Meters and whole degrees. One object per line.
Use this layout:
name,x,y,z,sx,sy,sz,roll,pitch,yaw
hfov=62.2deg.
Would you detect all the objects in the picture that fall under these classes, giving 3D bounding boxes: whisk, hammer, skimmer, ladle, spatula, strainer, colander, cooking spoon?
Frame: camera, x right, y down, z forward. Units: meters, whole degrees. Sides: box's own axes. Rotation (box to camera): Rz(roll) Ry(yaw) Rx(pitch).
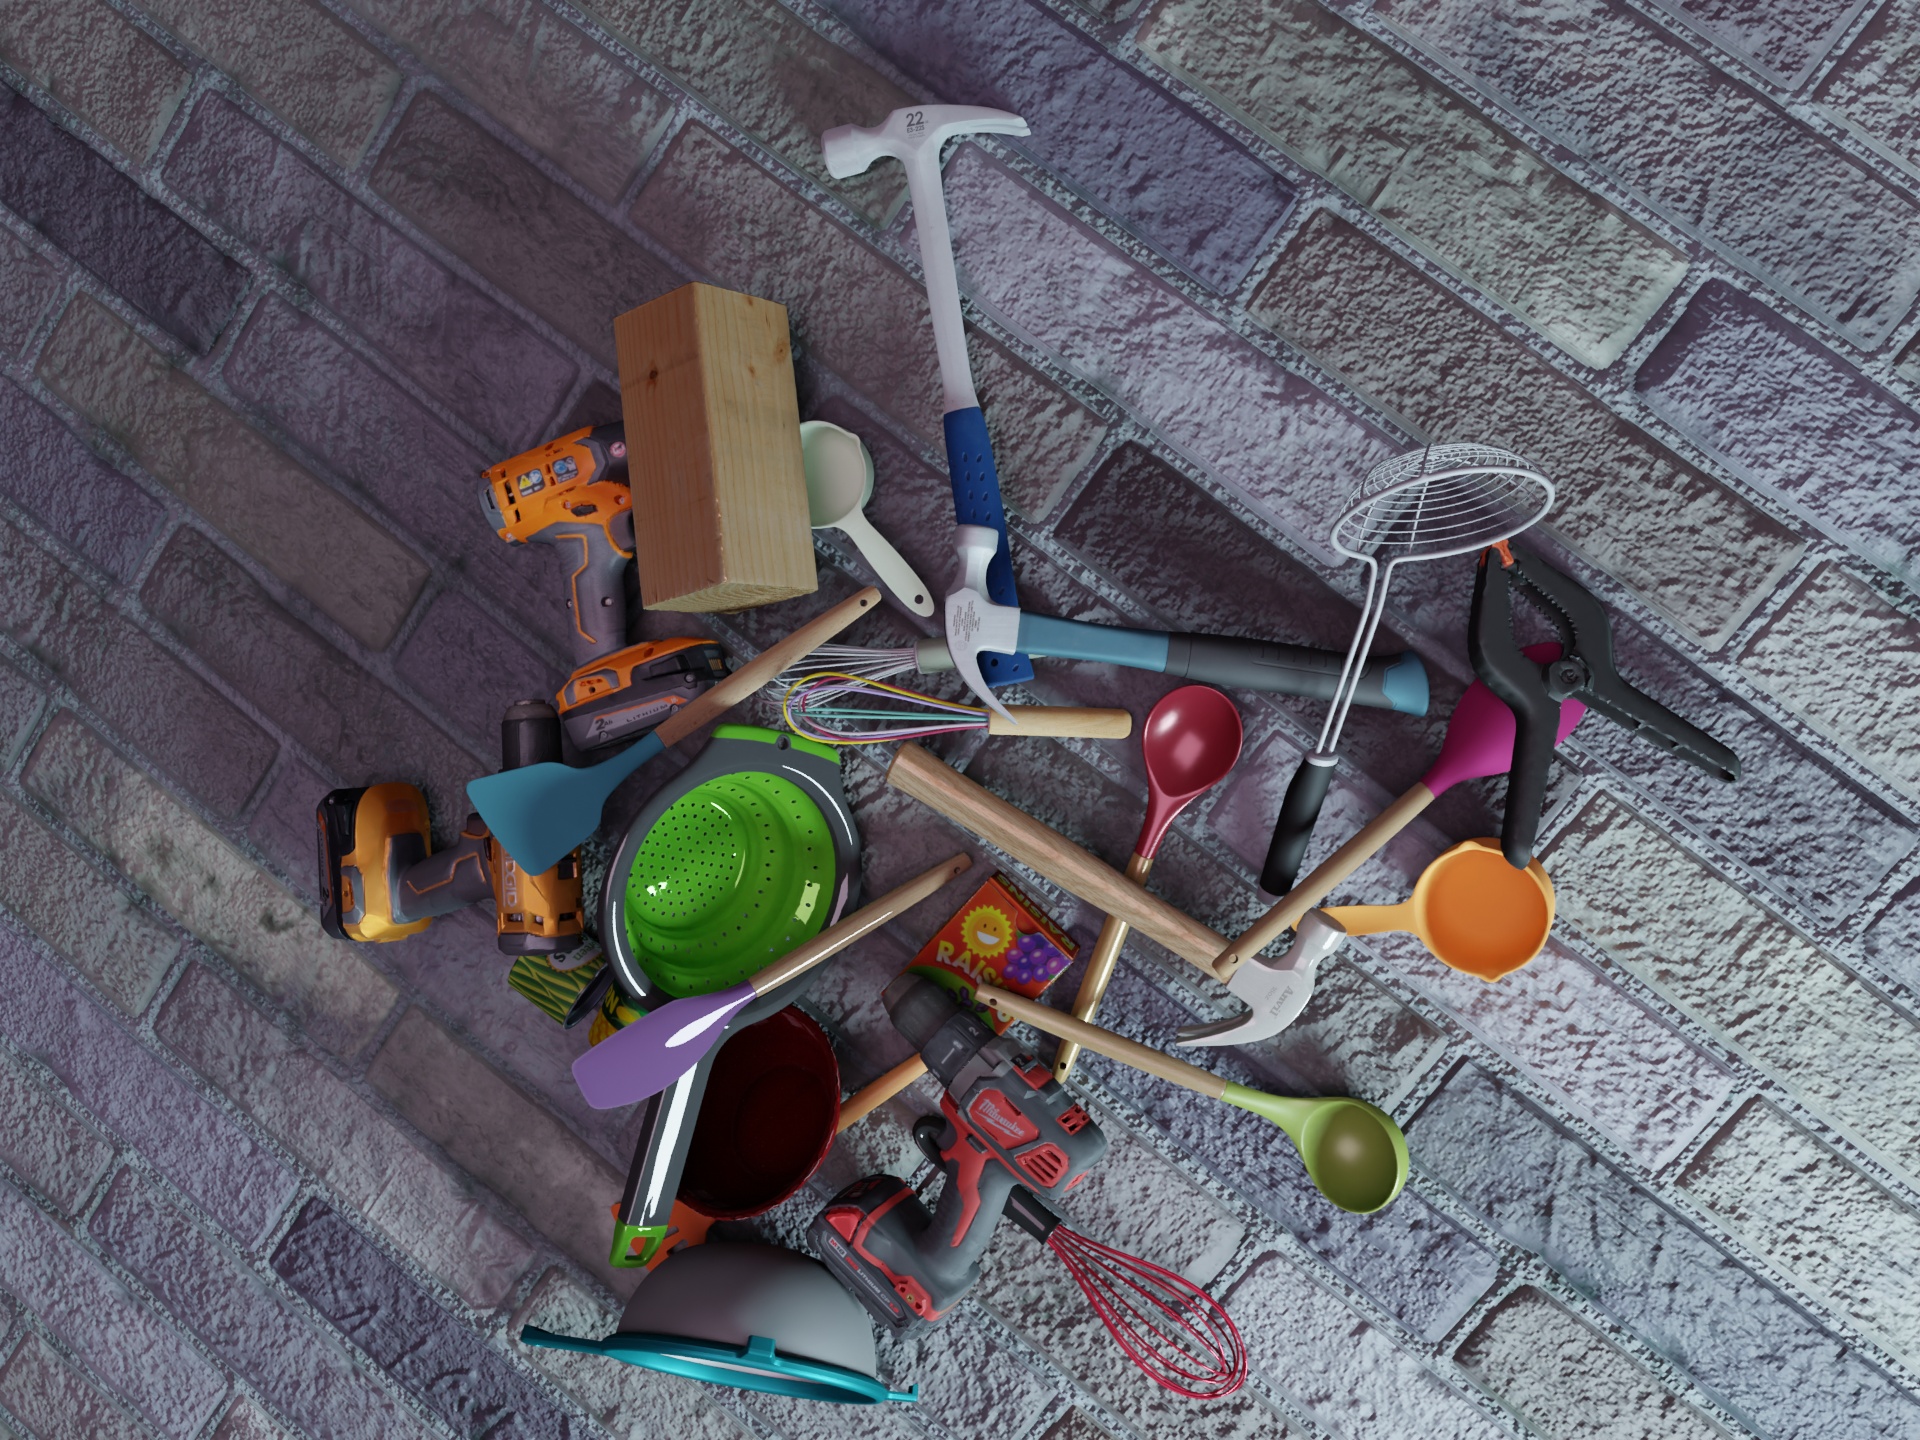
whisk,-0.002,-0.005,1.114,0.245,0.051,0.047,2,83,-4
hammer,0.005,-0.226,1.101,0.144,0.035,0.405,-9,89,14
hammer,0.092,0.114,1.114,0.331,0.031,0.130,31,106,9
skimmer,0.257,-0.012,1.000,0.127,0.090,0.363,0,123,-19
ladle,0.123,0.120,1.135,0.069,0.031,0.315,22,103,10
hammer,0.151,-0.046,1.066,0.331,0.033,0.128,8,91,-2
spatula,-0.124,0.177,1.118,0.316,0.018,0.059,-30,119,-19
whisk,0.083,0.386,1.162,0.296,0.073,0.073,36,103,14
strainer,-0.204,0.446,1.211,0.340,0.210,0.095,-8,57,34
spatula,-0.191,-0.005,1.115,0.317,0.044,0.082,-34,106,-9
colander,-0.202,0.191,1.150,0.095,0.204,0.397,17,92,52
spatula,-0.136,0.333,1.224,0.322,0.041,0.081,-36,88,10
ladle,0.158,0.254,1.108,0.320,0.062,0.078,22,111,3
whisk,-0.037,-0.045,1.147,0.246,0.059,0.057,-8,131,10
cooking spoon,0.291,0.063,1.056,0.319,0.017,0.069,-41,85,-1

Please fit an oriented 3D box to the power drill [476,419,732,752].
power drill,-0.246,-0.107,1.170,0.164,0.084,0.226,-20,88,13

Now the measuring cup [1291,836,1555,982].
measuring cup,0.315,0.127,1.083,0.173,0.052,0.095,-9,94,30

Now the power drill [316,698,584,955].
power drill,-0.379,0.082,1.195,0.226,0.084,0.185,-4,88,29

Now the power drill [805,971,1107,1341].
power drill,-0.021,0.307,1.135,0.188,0.080,0.226,42,117,18

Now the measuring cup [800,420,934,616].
measuring cup,-0.071,-0.142,1.146,0.083,0.038,0.167,-40,89,14
